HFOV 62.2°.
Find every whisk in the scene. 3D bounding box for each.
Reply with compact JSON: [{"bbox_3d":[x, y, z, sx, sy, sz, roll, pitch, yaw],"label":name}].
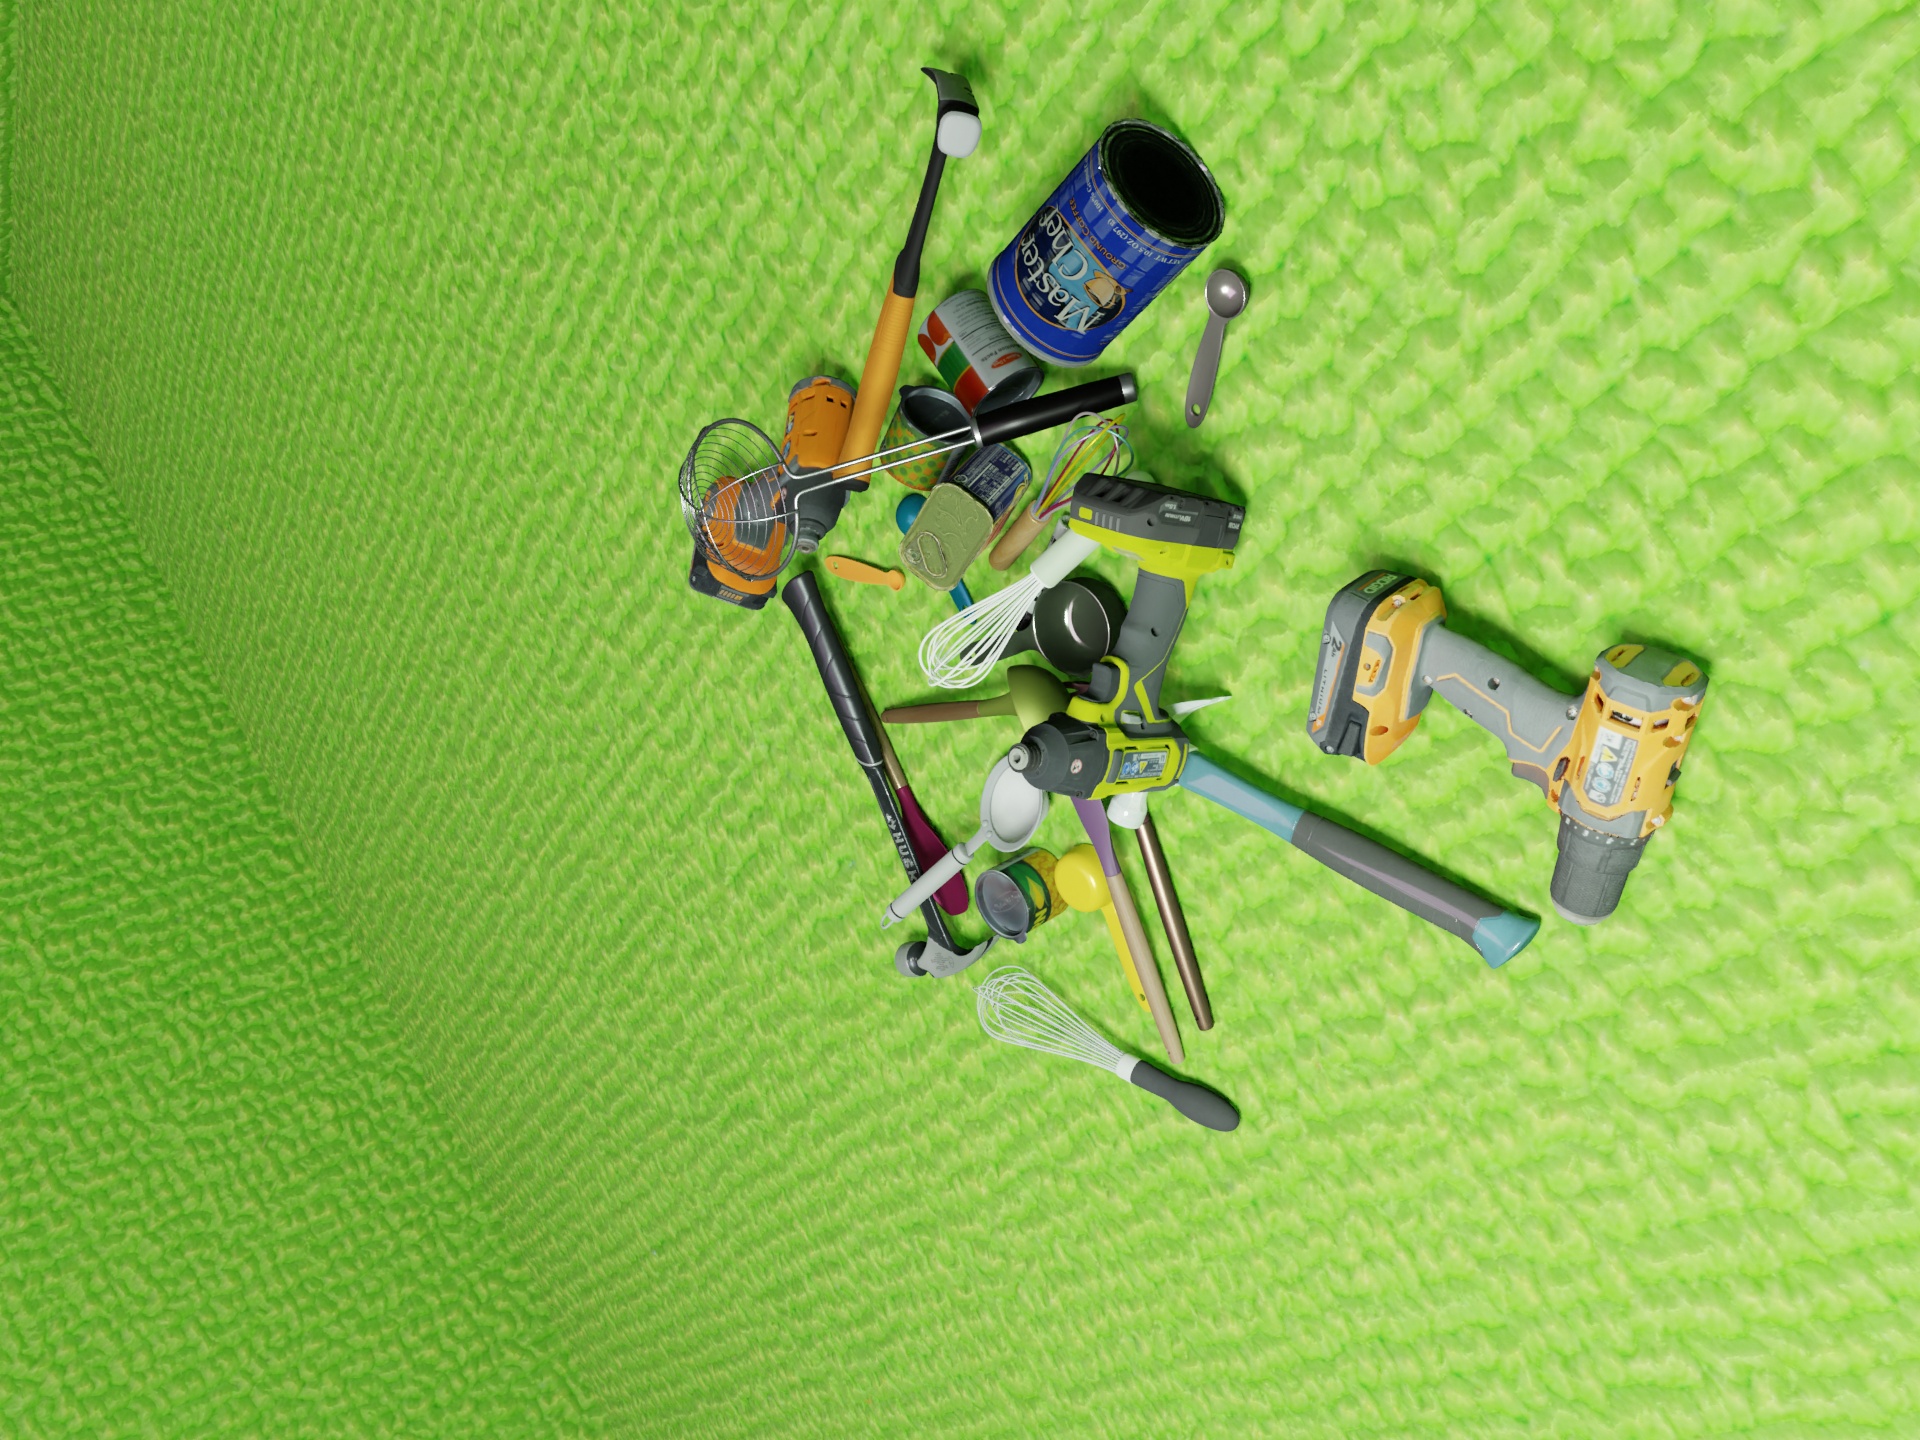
[{"bbox_3d":[0.058,-0.107,1.231,0.057,0.059,0.246,42,115,-15],"label":"whisk"},{"bbox_3d":[0.123,0.294,1.410,0.285,0.070,0.070,22,124,36],"label":"whisk"},{"bbox_3d":[0.072,-0.170,1.219,0.051,0.047,0.245,20,157,-12],"label":"whisk"}]

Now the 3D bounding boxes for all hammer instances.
[{"bbox_3d":[0.257,0.085,1.152,0.331,0.033,0.128,29,113,32],"label":"hammer"},{"bbox_3d":[-0.049,-0.329,1.237,0.127,0.034,0.336,-100,23,-50],"label":"hammer"},{"bbox_3d":[-0.077,0.054,1.501,0.149,0.036,0.409,-14,99,53],"label":"hammer"}]

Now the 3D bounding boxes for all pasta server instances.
[{"bbox_3d":[0.150,0.111,1.300,0.060,0.040,0.316,-1,110,64],"label":"pasta server"}]

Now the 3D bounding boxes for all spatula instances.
[{"bbox_3d":[0.134,0.149,1.328,0.060,0.018,0.315,14,127,65],"label":"spatula"}]

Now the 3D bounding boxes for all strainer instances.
[{"bbox_3d":[0.009,0.113,1.415,0.258,0.050,0.087,-43,48,30],"label":"strainer"}]

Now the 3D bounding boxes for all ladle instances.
[{"bbox_3d":[-0.002,-0.004,1.367,0.320,0.062,0.078,-4,111,61],"label":"ladle"}]

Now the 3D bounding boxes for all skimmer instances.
[{"bbox_3d":[-0.045,-0.203,1.213,0.363,0.090,0.127,-15,98,6],"label":"skimmer"}]

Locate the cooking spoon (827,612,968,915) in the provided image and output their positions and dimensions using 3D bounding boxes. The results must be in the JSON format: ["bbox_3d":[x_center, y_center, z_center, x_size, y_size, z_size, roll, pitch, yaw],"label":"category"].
[{"bbox_3d":[-0.067,0.041,1.526,0.069,0.017,0.319,-27,88,55],"label":"cooking spoon"}]

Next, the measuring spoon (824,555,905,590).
[{"bbox_3d":[-0.088,-0.138,1.470,0.117,0.011,0.021,19,122,47],"label":"measuring spoon"}]

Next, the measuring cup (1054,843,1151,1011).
[{"bbox_3d":[0.126,0.183,1.368,0.062,0.029,0.156,-26,87,51],"label":"measuring cup"}]

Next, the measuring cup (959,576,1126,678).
[{"bbox_3d":[0.067,-0.070,1.293,0.167,0.038,0.083,-13,95,46],"label":"measuring cup"}]

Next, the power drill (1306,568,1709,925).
[{"bbox_3d":[0.338,0.016,1.011,0.226,0.084,0.185,25,128,34],"label":"power drill"}]

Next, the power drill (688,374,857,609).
[{"bbox_3d":[-0.166,-0.186,1.428,0.226,0.084,0.164,-36,43,51],"label":"power drill"}]

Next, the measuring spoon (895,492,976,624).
[{"bbox_3d":[-0.023,-0.138,1.383,0.042,0.021,0.129,-37,79,51],"label":"measuring spoon"}]

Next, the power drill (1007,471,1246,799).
[{"bbox_3d":[0.114,-0.054,1.122,0.080,0.171,0.223,23,106,40],"label":"power drill"}]

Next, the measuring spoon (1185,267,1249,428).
[{"bbox_3d":[0.178,-0.258,1.107,0.034,0.018,0.124,40,141,28],"label":"measuring spoon"}]
